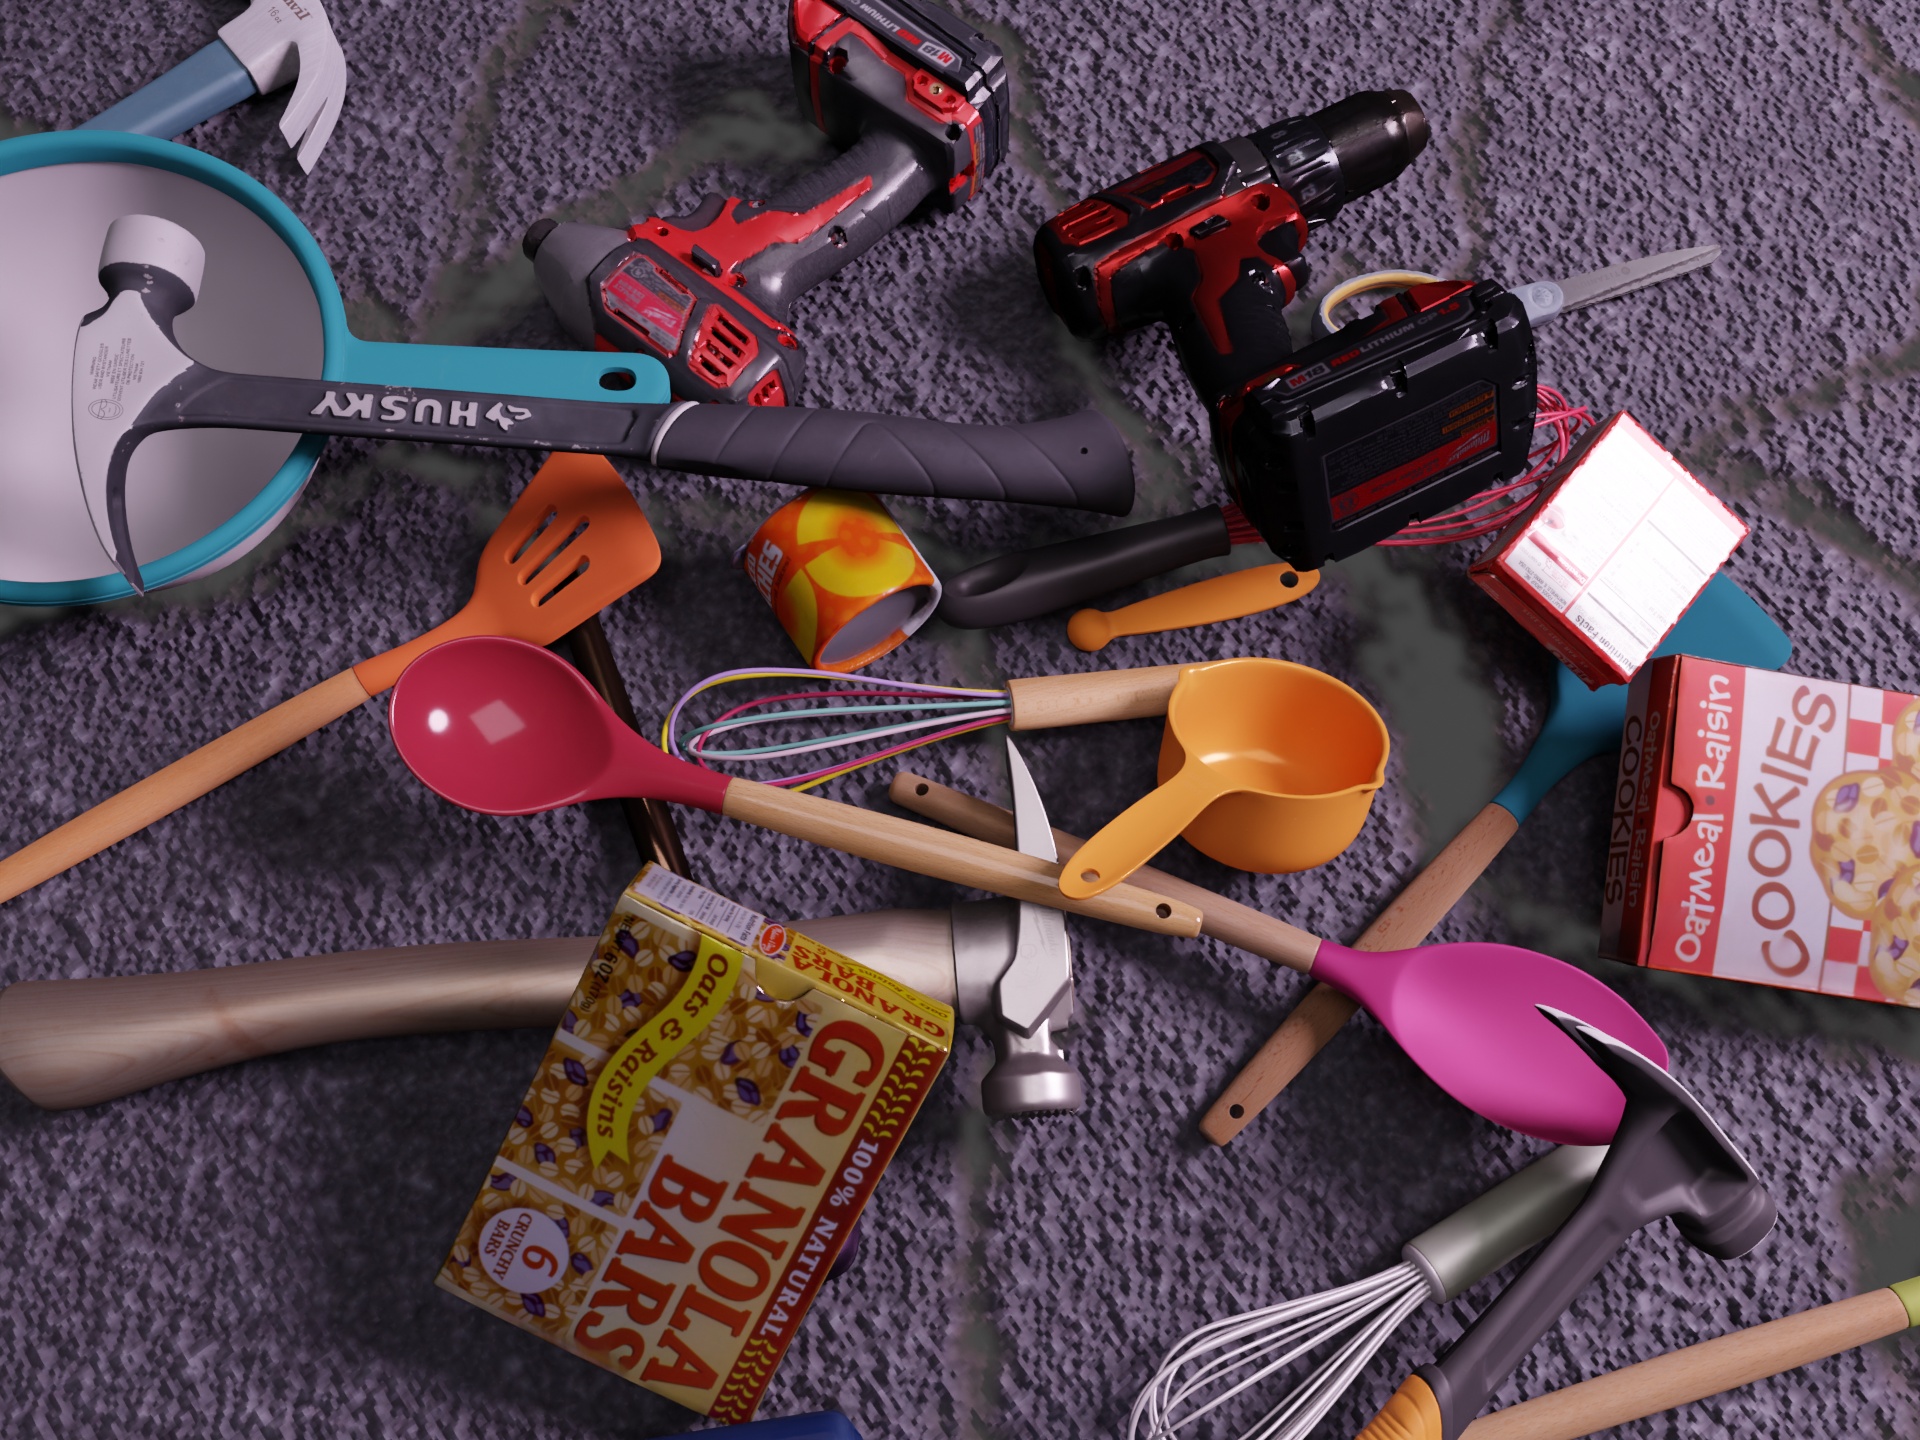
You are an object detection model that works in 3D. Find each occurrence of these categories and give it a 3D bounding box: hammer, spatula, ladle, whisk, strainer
[{"bbox_3d":[-0.438,-0.250,0.747,0.331,0.033,0.128,-39,75,-13],"label":"hammer"},{"bbox_3d":[-0.133,-0.110,0.623,0.409,0.036,0.149,4,69,-7],"label":"hammer"},{"bbox_3d":[-0.275,-0.008,0.662,0.322,0.041,0.081,-31,68,-10],"label":"spatula"},{"bbox_3d":[-0.063,0.034,0.600,0.315,0.031,0.069,15,75,5],"label":"ladle"},{"bbox_3d":[0.168,0.212,0.596,0.246,0.058,0.059,-27,108,-13],"label":"whisk"},{"bbox_3d":[0.321,0.227,0.598,0.320,0.062,0.078,-18,77,0],"label":"ladle"},{"bbox_3d":[0.208,0.053,0.649,0.082,0.044,0.317,44,77,8],"label":"spatula"},{"bbox_3d":[0.132,-0.089,0.690,0.296,0.073,0.073,-16,72,0],"label":"whisk"},{"bbox_3d":[-0.296,-0.132,0.682,0.340,0.095,0.211,1,73,-8],"label":"strainer"},{"bbox_3d":[-0.112,0.074,0.648,0.060,0.018,0.316,-21,74,-7],"label":"spatula"},{"bbox_3d":[-0.001,0.000,0.665,0.245,0.051,0.047,-6,61,-9],"label":"whisk"},{"bbox_3d":[0.141,0.255,0.545,0.337,0.034,0.127,-47,113,-5],"label":"hammer"},{"bbox_3d":[-0.163,0.093,0.615,0.410,0.038,0.146,-4,72,0],"label":"hammer"}]

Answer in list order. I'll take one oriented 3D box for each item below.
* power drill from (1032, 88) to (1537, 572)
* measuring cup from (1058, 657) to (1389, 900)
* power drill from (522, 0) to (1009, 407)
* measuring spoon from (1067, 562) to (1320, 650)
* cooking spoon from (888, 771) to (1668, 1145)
[{"bbox_3d":[0.152,-0.183,0.673,0.188,0.080,0.227,-26,47,-2],"label":"power drill"},{"bbox_3d":[0.094,0.039,0.616,0.095,0.052,0.173,33,48,30],"label":"measuring cup"},{"bbox_3d":[-0.089,-0.239,0.730,0.143,0.078,0.220,37,77,11],"label":"power drill"},{"bbox_3d":[0.103,-0.052,0.699,0.117,0.011,0.021,-14,72,-6],"label":"measuring spoon"},{"bbox_3d":[0.116,0.083,0.629,0.319,0.017,0.069,22,71,14],"label":"cooking spoon"}]
